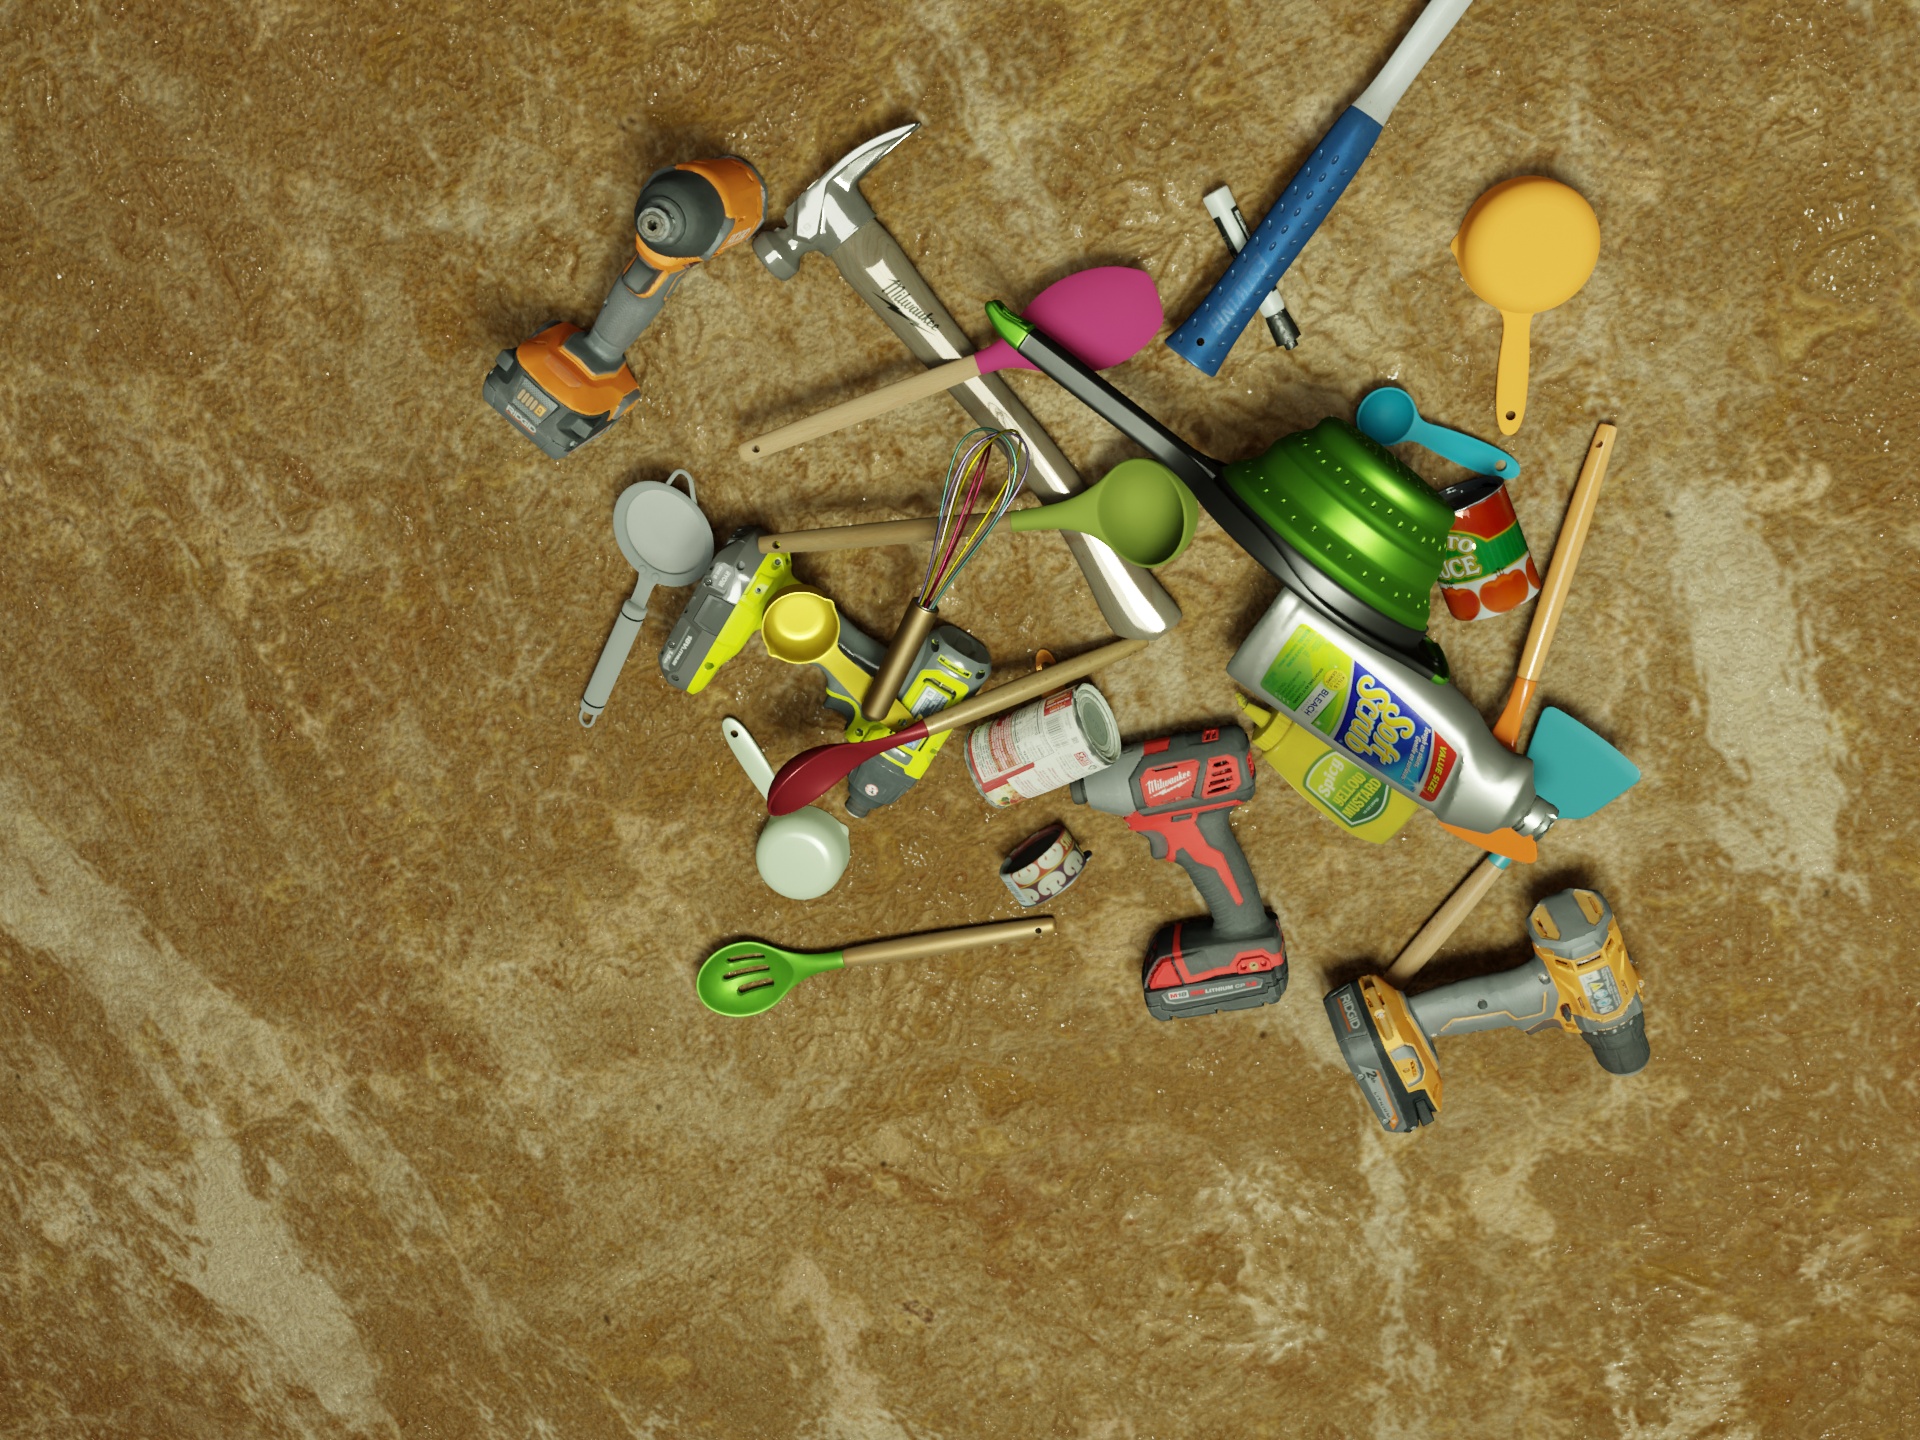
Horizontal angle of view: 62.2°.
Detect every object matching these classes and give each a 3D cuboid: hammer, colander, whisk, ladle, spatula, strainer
[{"bbox_3d":[0.034,-0.230,1.156,0.146,0.038,0.410,-36,102,18],"label":"hammer"},{"bbox_3d":[0.195,-0.186,1.063,0.397,0.204,0.094,38,111,0],"label":"colander"},{"bbox_3d":[-0.019,-0.100,1.121,0.051,0.047,0.245,27,117,0],"label":"whisk"},{"bbox_3d":[-0.002,-0.004,1.191,0.315,0.069,0.031,-22,68,-9],"label":"ladle"},{"bbox_3d":[0.277,-0.400,1.037,0.144,0.035,0.405,35,108,-5],"label":"hammer"},{"bbox_3d":[0.421,-0.054,1.153,0.081,0.041,0.322,24,107,38],"label":"spatula"},{"bbox_3d":[0.009,-0.138,1.139,0.320,0.062,0.078,-4,106,7],"label":"ladle"},{"bbox_3d":[-0.254,-0.095,1.252,0.087,0.050,0.258,33,118,4],"label":"strainer"},{"bbox_3d":[0.395,0.130,1.232,0.082,0.044,0.317,41,116,19],"label":"spatula"}]

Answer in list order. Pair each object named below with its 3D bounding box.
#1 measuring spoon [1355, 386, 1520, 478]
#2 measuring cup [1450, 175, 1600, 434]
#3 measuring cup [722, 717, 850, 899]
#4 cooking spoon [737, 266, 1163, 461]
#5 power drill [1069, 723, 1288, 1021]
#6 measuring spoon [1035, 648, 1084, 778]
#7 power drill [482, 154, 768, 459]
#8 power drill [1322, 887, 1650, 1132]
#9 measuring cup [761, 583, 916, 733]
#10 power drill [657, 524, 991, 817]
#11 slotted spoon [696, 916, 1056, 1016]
[{"bbox_3d":[0.339,-0.201,1.131,0.128,0.021,0.042,21,111,-9],"label":"measuring spoon"},{"bbox_3d":[0.380,-0.276,1.072,0.095,0.052,0.173,1,109,9],"label":"measuring cup"},{"bbox_3d":[-0.153,0.074,1.300,0.083,0.038,0.167,-24,107,17],"label":"measuring cup"},{"bbox_3d":[-0.012,-0.243,1.127,0.319,0.017,0.068,-18,107,11],"label":"cooking spoon"},{"bbox_3d":[0.174,0.117,1.247,0.143,0.078,0.219,-11,106,13],"label":"power drill"},{"bbox_3d":[0.081,-0.002,1.251,0.021,0.011,0.117,-11,106,25],"label":"measuring spoon"},{"bbox_3d":[-0.234,-0.292,1.107,0.084,0.164,0.226,42,113,-8],"label":"power drill"},{"bbox_3d":[0.420,0.241,1.241,0.226,0.084,0.185,-26,122,13],"label":"power drill"},{"bbox_3d":[-0.086,-0.042,1.183,0.062,0.029,0.156,-40,119,11],"label":"measuring cup"},{"bbox_3d":[-0.111,-0.035,1.234,0.223,0.080,0.171,31,112,-7],"label":"power drill"},{"bbox_3d":[-0.072,0.198,1.343,0.314,0.031,0.070,-11,109,11],"label":"slotted spoon"}]
